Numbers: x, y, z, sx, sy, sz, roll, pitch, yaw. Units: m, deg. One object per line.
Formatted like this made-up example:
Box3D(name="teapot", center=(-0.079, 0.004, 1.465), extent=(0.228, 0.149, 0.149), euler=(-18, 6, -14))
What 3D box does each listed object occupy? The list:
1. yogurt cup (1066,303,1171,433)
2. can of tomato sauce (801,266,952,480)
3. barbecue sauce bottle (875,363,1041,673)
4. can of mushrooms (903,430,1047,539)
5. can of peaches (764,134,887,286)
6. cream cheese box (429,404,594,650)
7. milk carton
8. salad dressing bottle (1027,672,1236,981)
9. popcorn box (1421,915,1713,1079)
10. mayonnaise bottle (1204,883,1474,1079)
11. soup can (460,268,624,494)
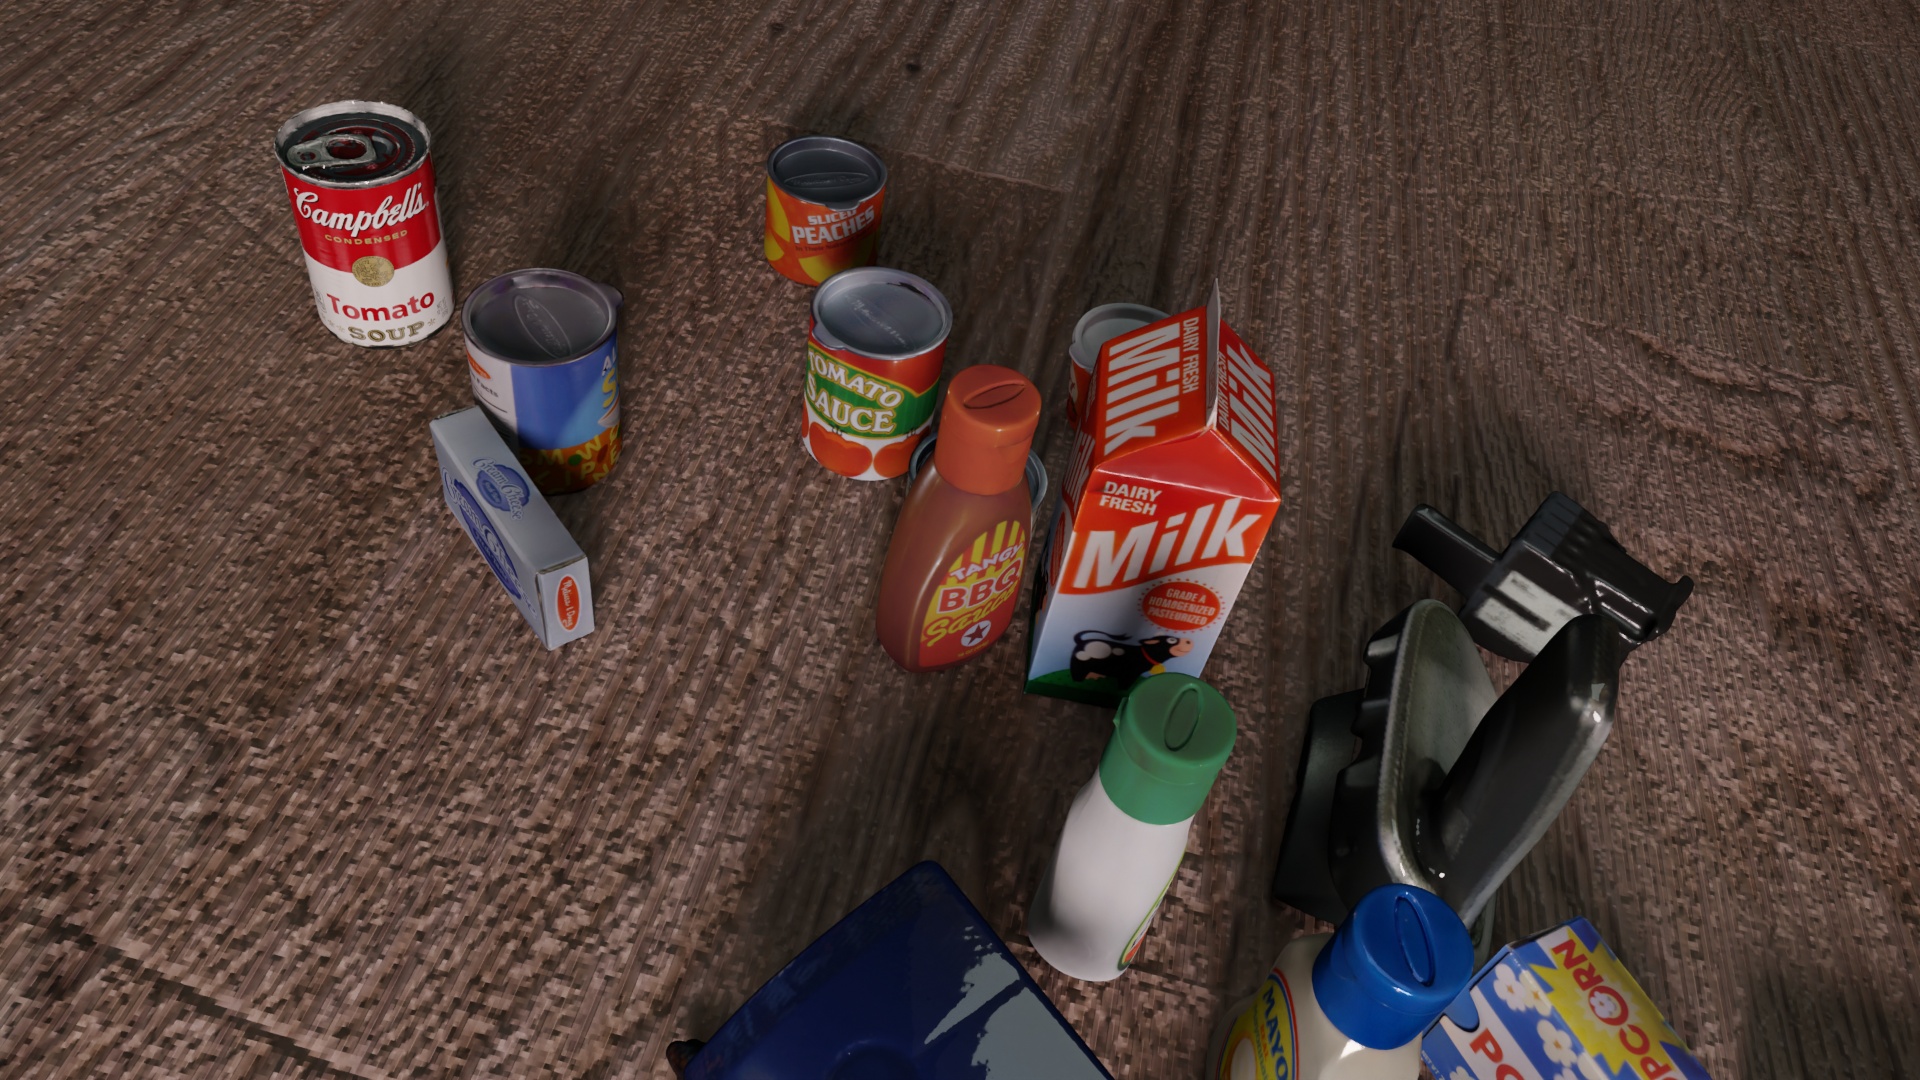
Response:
Box3D(name="yogurt cup", center=(0.087, -0.082, 0.722), extent=(0.072, 0.053, 0.073), euler=(6, 48, -6))
Box3D(name="can of tomato sauce", center=(-0.043, -0.079, 0.674), extent=(0.071, 0.082, 0.071), euler=(6, 48, -6))
Box3D(name="barbecue sauce bottle", center=(0.002, -0.007, 0.575), extent=(0.065, 0.147, 0.044), euler=(-23, 57, -28))
Box3D(name="can of mushrooms", center=(0.007, -0.019, 0.664), extent=(0.071, 0.033, 0.071), euler=(6, 48, -6))
Box3D(name="can of peaches", center=(-0.076, -0.183, 0.777), extent=(0.071, 0.057, 0.071), euler=(6, 48, -6))
Box3D(name="cream cheese box", center=(-0.194, -0.006, 0.600), extent=(0.024, 0.053, 0.104), euler=(-26, 58, -29))
Box3D(name="milk carton", center=(0.079, -0.012, 0.566), extent=(0.073, 0.189, 0.073), euler=(10, 48, -2))
Box3D(name="salad dressing bottle", center=(0.059, 0.103, 0.489), extent=(0.044, 0.146, 0.064), euler=(23, 49, 9))
Box3D(name="popcorn box", center=(0.221, 0.205, 0.472), extent=(0.038, 0.084, 0.127), euler=(-15, 53, -23))
Box3D(name="mayonnaise bottle", center=(0.118, 0.161, 0.449), extent=(0.041, 0.147, 0.065), euler=(4, 48, -7))
Box3D(name="soup can", center=(-0.188, -0.073, 0.641), extent=(0.071, 0.083, 0.072), euler=(6, 48, -6))
